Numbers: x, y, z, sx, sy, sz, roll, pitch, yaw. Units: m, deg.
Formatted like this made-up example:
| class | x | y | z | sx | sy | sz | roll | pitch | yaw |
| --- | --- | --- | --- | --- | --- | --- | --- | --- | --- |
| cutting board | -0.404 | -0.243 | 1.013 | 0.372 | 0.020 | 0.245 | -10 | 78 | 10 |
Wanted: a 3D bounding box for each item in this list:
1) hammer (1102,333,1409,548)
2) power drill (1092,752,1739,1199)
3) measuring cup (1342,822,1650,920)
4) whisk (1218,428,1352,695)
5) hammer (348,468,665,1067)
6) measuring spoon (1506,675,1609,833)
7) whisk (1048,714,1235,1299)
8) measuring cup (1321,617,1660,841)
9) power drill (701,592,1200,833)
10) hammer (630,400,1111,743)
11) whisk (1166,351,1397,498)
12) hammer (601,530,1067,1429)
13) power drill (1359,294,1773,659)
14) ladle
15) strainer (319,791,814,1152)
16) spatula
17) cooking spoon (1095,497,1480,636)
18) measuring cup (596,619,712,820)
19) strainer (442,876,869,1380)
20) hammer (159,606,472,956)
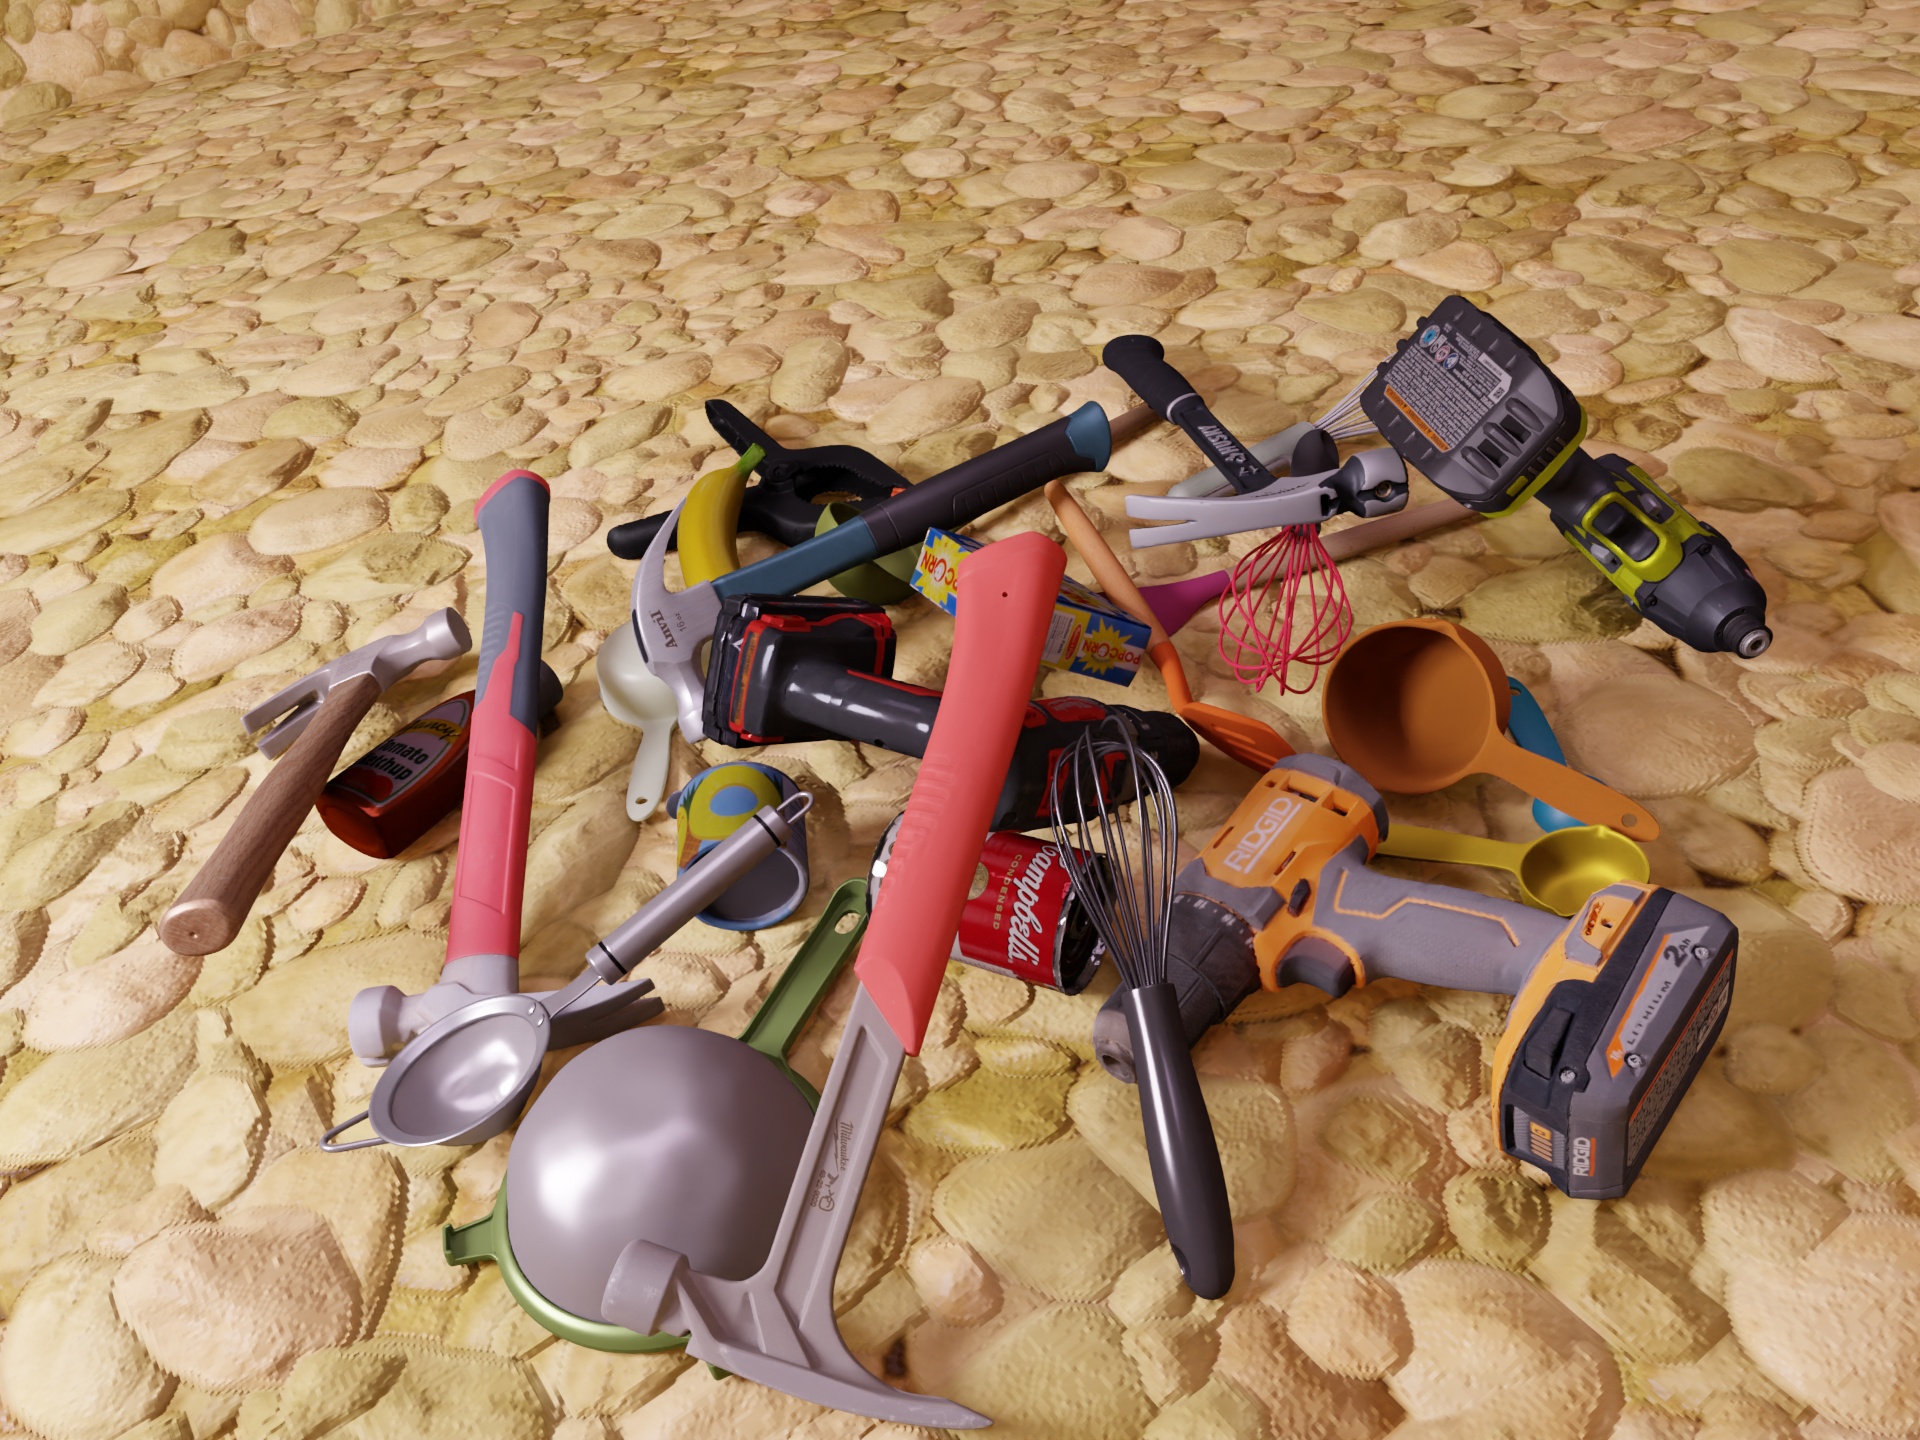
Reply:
| class | x | y | z | sx | sy | sz | roll | pitch | yaw |
| --- | --- | --- | --- | --- | --- | --- | --- | --- | --- |
| hammer | 0.145 | -0.194 | 1.028 | 0.149 | 0.036 | 0.409 | -11 | 25 | -2 |
| power drill | 0.183 | 0.115 | 0.678 | 0.226 | 0.084 | 0.185 | 22 | 54 | 38 |
| measuring cup | 0.250 | 0.073 | 0.766 | 0.157 | 0.029 | 0.062 | 7 | 43 | 37 |
| whisk | 0.197 | -0.104 | 0.929 | 0.073 | 0.073 | 0.296 | 5 | 34 | 16 |
| hammer | -0.232 | 0.002 | 0.863 | 0.143 | 0.038 | 0.387 | -8 | 51 | -1 |
| measuring spoon | 0.304 | 0.012 | 0.824 | 0.042 | 0.021 | 0.129 | -8 | 41 | 0 |
| whisk | 0.079 | 0.111 | 0.649 | 0.055 | 0.055 | 0.239 | -10 | 71 | -2 |
| measuring cup | 0.268 | 0.010 | 0.794 | 0.174 | 0.095 | 0.052 | 30 | 22 | 24 |
| power drill | -0.001 | -0.003 | 0.826 | 0.227 | 0.080 | 0.187 | 19 | 14 | 35 |
| hammer | -0.044 | -0.113 | 0.948 | 0.331 | 0.128 | 0.033 | -28 | 3 | -22 |
| whisk | 0.242 | -0.192 | 1.071 | 0.246 | 0.057 | 0.059 | -27 | 62 | -15 |
| hammer | -0.010 | 0.086 | 0.642 | 0.149 | 0.036 | 0.359 | 16 | 69 | 5 |
| power drill | 0.334 | -0.122 | 0.855 | 0.223 | 0.080 | 0.171 | 27 | 25 | -28 |
| ladle | 0.033 | -0.162 | 1.064 | 0.320 | 0.062 | 0.078 | -32 | 72 | -31 |
| strainer | -0.164 | 0.117 | 0.715 | 0.258 | 0.050 | 0.087 | -40 | 35 | -13 |
| spatula | 0.114 | -0.058 | 0.909 | 0.041 | 0.080 | 0.323 | -38 | 41 | 11 |
| cooking spoon | 0.187 | -0.094 | 0.979 | 0.319 | 0.017 | 0.069 | -17 | 40 | -10 |
| measuring cup | -0.180 | -0.008 | 0.922 | 0.083 | 0.038 | 0.168 | -7 | 37 | 2 |
| strainer | -0.105 | 0.145 | 0.697 | 0.151 | 0.069 | 0.256 | 12 | 45 | 24 |
| hammer | -0.353 | 0.028 | 0.848 | 0.130 | 0.031 | 0.332 | -23 | 24 | 5 |
